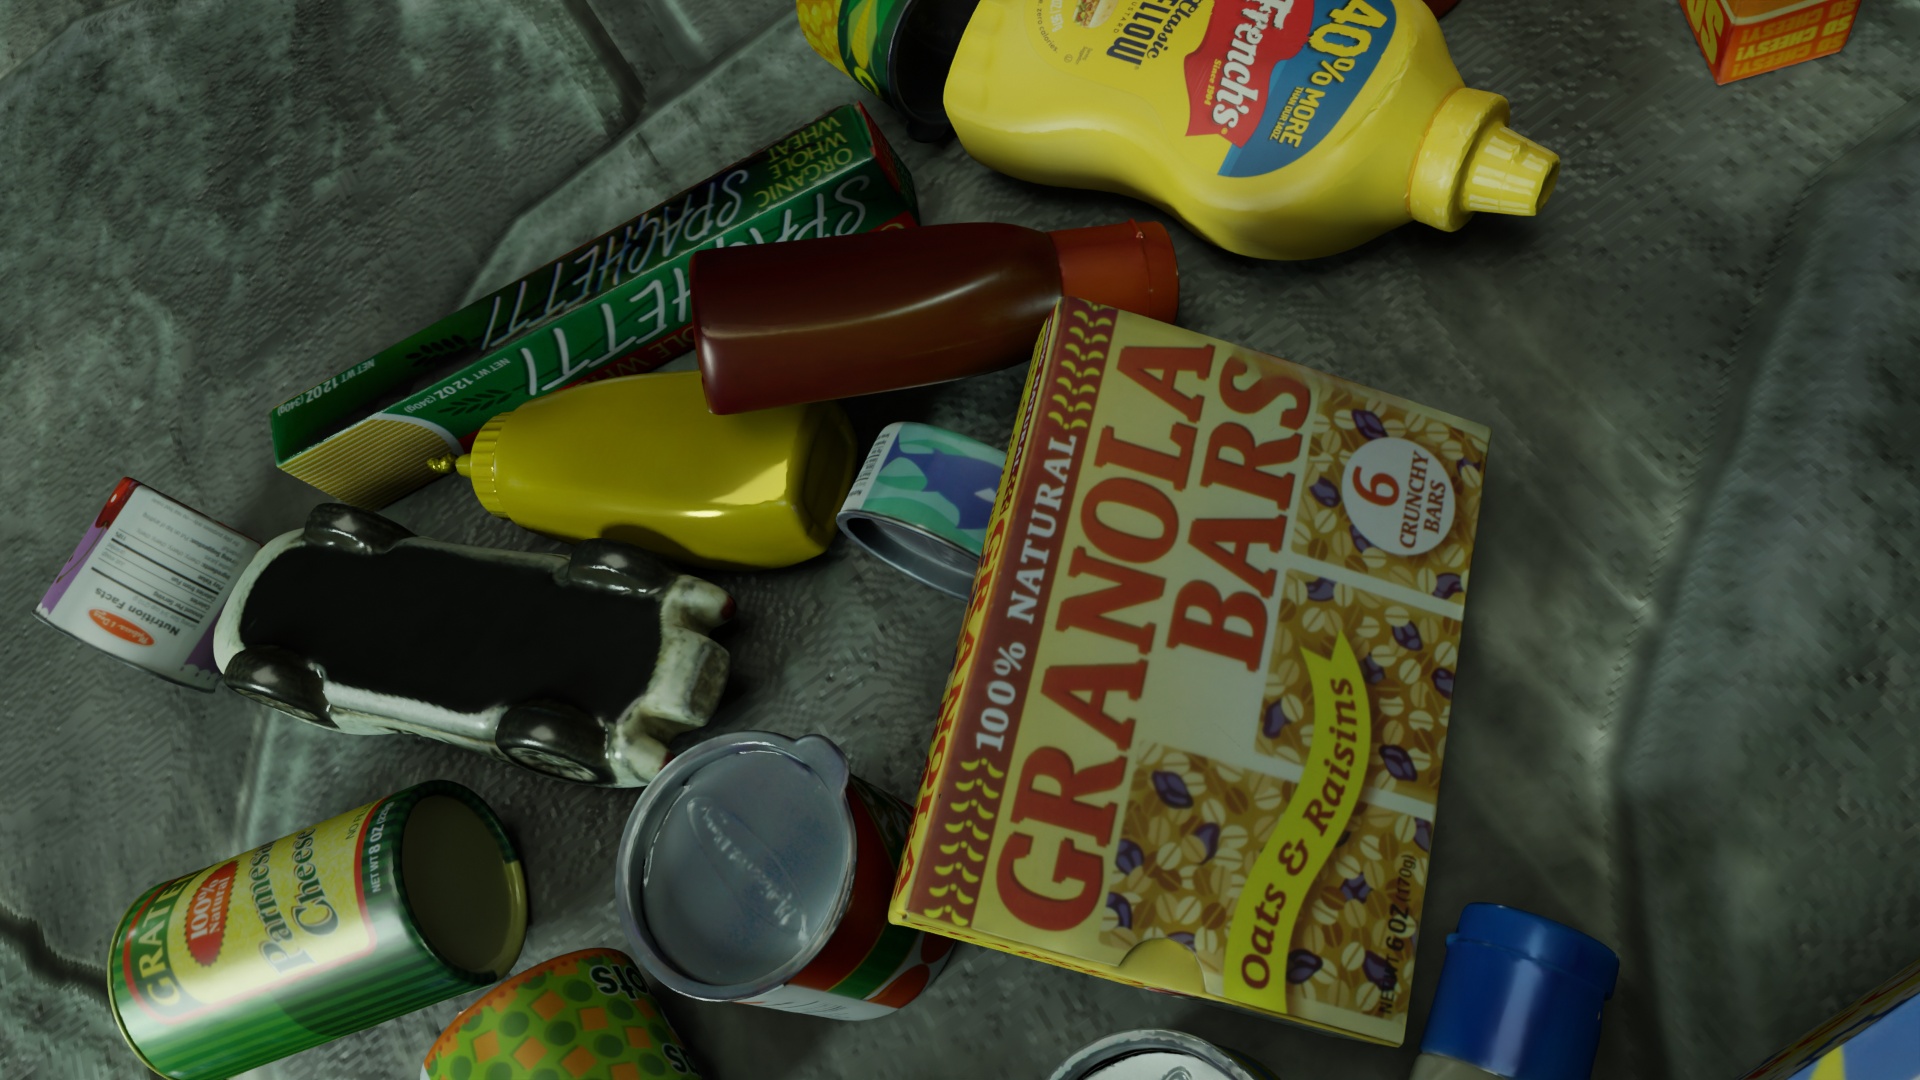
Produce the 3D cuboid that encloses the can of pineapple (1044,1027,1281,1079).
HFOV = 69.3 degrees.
[{"bbox_3d":[0.053,0.154,0.331,0.071,0.057,0.071,-8,66,18],"label":"can of pineapple"}]

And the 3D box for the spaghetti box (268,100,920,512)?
[{"bbox_3d":[-0.133,-0.081,0.508,0.250,0.050,0.029,-25,64,9],"label":"spaghetti box"}]

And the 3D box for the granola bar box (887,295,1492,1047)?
[{"bbox_3d":[0.063,0.031,0.361,0.124,0.039,0.166,16,72,-5],"label":"granola bar box"}]

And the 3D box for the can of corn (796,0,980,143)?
[{"bbox_3d":[-0.018,-0.190,0.503,0.071,0.071,0.058,-45,60,-2],"label":"can of corn"}]

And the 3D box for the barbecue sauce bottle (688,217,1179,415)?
[{"bbox_3d":[-0.008,-0.074,0.435,0.149,0.043,0.065,-8,38,-7],"label":"barbecue sauce bottle"}]

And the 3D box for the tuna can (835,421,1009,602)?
[{"bbox_3d":[0.001,-0.005,0.416,0.071,0.071,0.033,18,75,26],"label":"tuna can"}]

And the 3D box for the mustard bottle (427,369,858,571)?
[{"bbox_3d":[-0.116,-0.026,0.477,0.160,0.048,0.065,3,60,22],"label":"mustard bottle"}]

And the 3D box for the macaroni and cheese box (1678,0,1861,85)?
[{"bbox_3d":[0.215,-0.226,0.372,0.040,0.166,0.124,-14,64,15],"label":"macaroni and cheese box"}]

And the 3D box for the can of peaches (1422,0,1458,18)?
[{"bbox_3d":[0.139,-0.209,0.456,0.071,0.058,0.071,-8,65,17],"label":"can of peaches"}]

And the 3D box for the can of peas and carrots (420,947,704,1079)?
[{"bbox_3d":[-0.105,0.156,0.387,0.071,0.071,0.059,-43,60,-1],"label":"can of peas and carrots"}]

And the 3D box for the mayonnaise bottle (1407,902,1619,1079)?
[{"bbox_3d":[0.110,0.157,0.308,0.041,0.064,0.148,17,71,23],"label":"mayonnaise bottle"}]

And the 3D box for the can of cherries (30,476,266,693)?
[{"bbox_3d":[-0.296,0.017,0.519,0.071,0.071,0.058,20,76,27],"label":"can of cherries"}]

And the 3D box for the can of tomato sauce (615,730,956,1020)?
[{"bbox_3d":[-0.042,0.092,0.379,0.071,0.083,0.071,-8,66,18],"label":"can of tomato sauce"}]

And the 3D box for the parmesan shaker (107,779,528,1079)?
[{"bbox_3d":[-0.199,0.120,0.437,0.103,0.071,0.071,-22,62,10],"label":"parmesan shaker"}]

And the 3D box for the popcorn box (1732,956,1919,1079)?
[{"bbox_3d":[0.190,0.115,0.281,0.126,0.085,0.038,-35,61,3],"label":"popcorn box"}]
